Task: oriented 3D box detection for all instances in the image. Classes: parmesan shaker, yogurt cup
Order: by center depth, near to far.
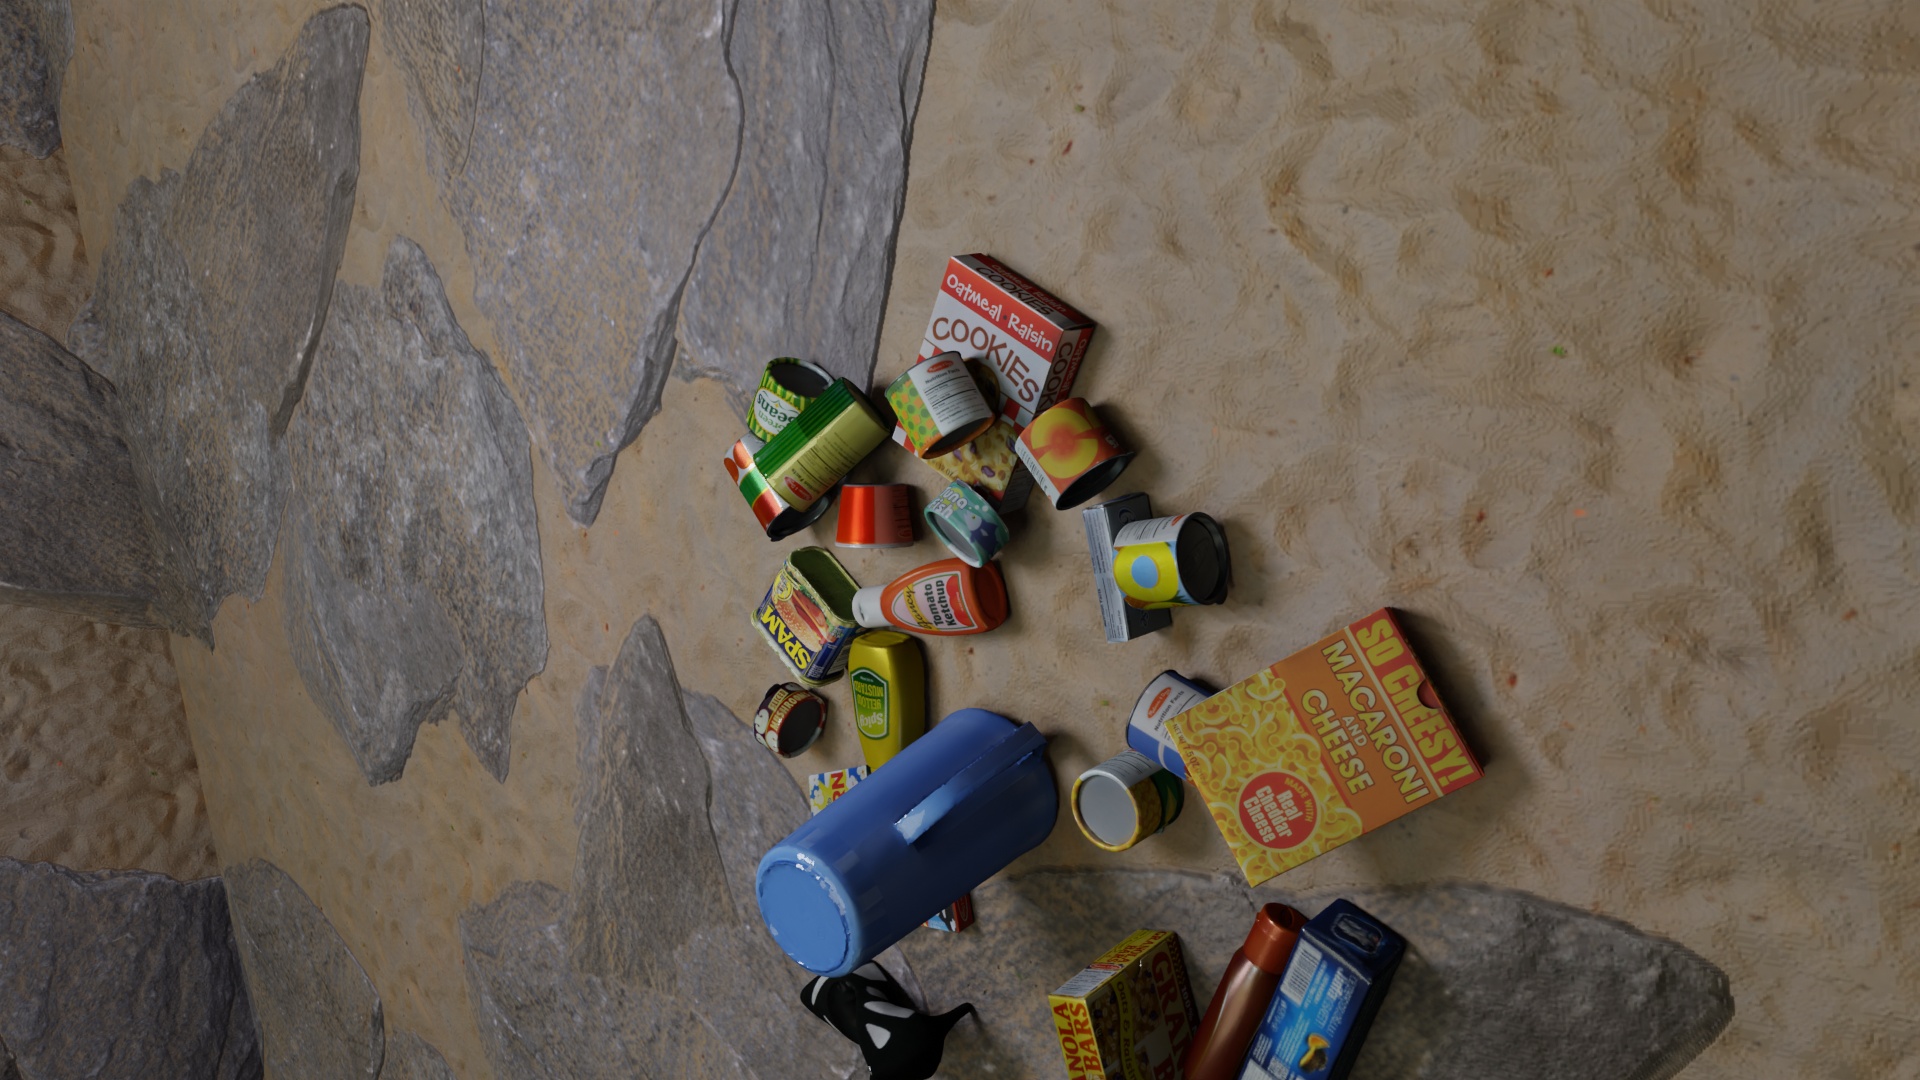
[{"bbox_3d":[-0.115,-0.081,1.181,0.103,0.071,0.071,-41,71,9],"label":"parmesan shaker"},{"bbox_3d":[-0.073,-0.022,1.185,0.072,0.072,0.054,3,95,41],"label":"yogurt cup"}]

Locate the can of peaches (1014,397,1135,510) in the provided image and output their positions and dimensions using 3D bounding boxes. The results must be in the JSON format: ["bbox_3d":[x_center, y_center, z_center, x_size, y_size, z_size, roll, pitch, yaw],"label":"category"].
[{"bbox_3d":[0.084,-0.066,1.032,0.058,0.071,0.071,55,130,17],"label":"can of peaches"}]

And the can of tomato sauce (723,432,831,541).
[{"bbox_3d":[-0.167,-0.053,1.259,0.083,0.071,0.071,56,131,17],"label":"can of tomato sauce"}]

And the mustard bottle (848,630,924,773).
[{"bbox_3d":[-0.062,0.162,1.231,0.065,0.049,0.160,6,104,43],"label":"mustard bottle"}]

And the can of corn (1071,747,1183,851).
[{"bbox_3d":[0.128,0.200,1.064,0.071,0.058,0.071,12,109,40],"label":"can of corn"}]

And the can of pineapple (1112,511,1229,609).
[{"bbox_3d":[0.151,0.017,0.992,0.058,0.071,0.071,-8,95,43],"label":"can of pineapple"}]

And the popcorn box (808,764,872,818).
[{"bbox_3d":[-0.095,0.272,1.274,0.085,0.038,0.127,-19,72,43],"label":"popcorn box"}]

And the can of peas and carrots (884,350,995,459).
[{"bbox_3d":[-0.015,-0.101,1.056,0.070,0.071,0.059,-38,77,41],"label":"can of peas and carrots"}]

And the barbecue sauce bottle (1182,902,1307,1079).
[{"bbox_3d":[0.211,0.337,1.025,0.044,0.065,0.148,24,109,12],"label":"barbecue sauce bottle"}]

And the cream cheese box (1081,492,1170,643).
[{"bbox_3d":[0.123,0.020,1.026,0.024,0.053,0.103,-7,96,44],"label":"cream cheese box"}]

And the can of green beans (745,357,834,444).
[{"bbox_3d":[-0.149,-0.120,1.225,0.071,0.071,0.057,44,126,25],"label":"can of green beans"}]

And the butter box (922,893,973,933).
[{"bbox_3d":[-0.037,0.322,1.266,0.103,0.024,0.053,-3,98,42],"label":"butter box"}]

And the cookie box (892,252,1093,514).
[{"bbox_3d":[0.022,-0.123,1.089,0.123,0.040,0.166,38,125,29],"label":"cookie box"}]

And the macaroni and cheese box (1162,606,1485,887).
[{"bbox_3d":[0.237,0.136,0.915,0.166,0.040,0.124,-31,79,15],"label":"macaroni and cheese box"}]

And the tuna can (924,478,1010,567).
[{"bbox_3d":[0.004,-0.014,1.095,0.071,0.033,0.071,42,165,15],"label":"tuna can"}]

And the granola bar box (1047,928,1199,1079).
[{"bbox_3d":[0.138,0.401,1.061,0.039,0.124,0.165,-13,92,43],"label":"granola bar box"}]

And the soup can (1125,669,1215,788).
[{"bbox_3d":[0.173,0.142,1.006,0.084,0.071,0.071,29,119,33],"label":"soup can"}]

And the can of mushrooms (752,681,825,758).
[{"bbox_3d":[-0.161,0.168,1.308,0.033,0.071,0.070,27,118,34],"label":"can of mushrooms"}]

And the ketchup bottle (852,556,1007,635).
[{"bbox_3d":[-0.029,0.051,1.177,0.148,0.044,0.064,-9,101,43],"label":"ketchup bottle"}]
